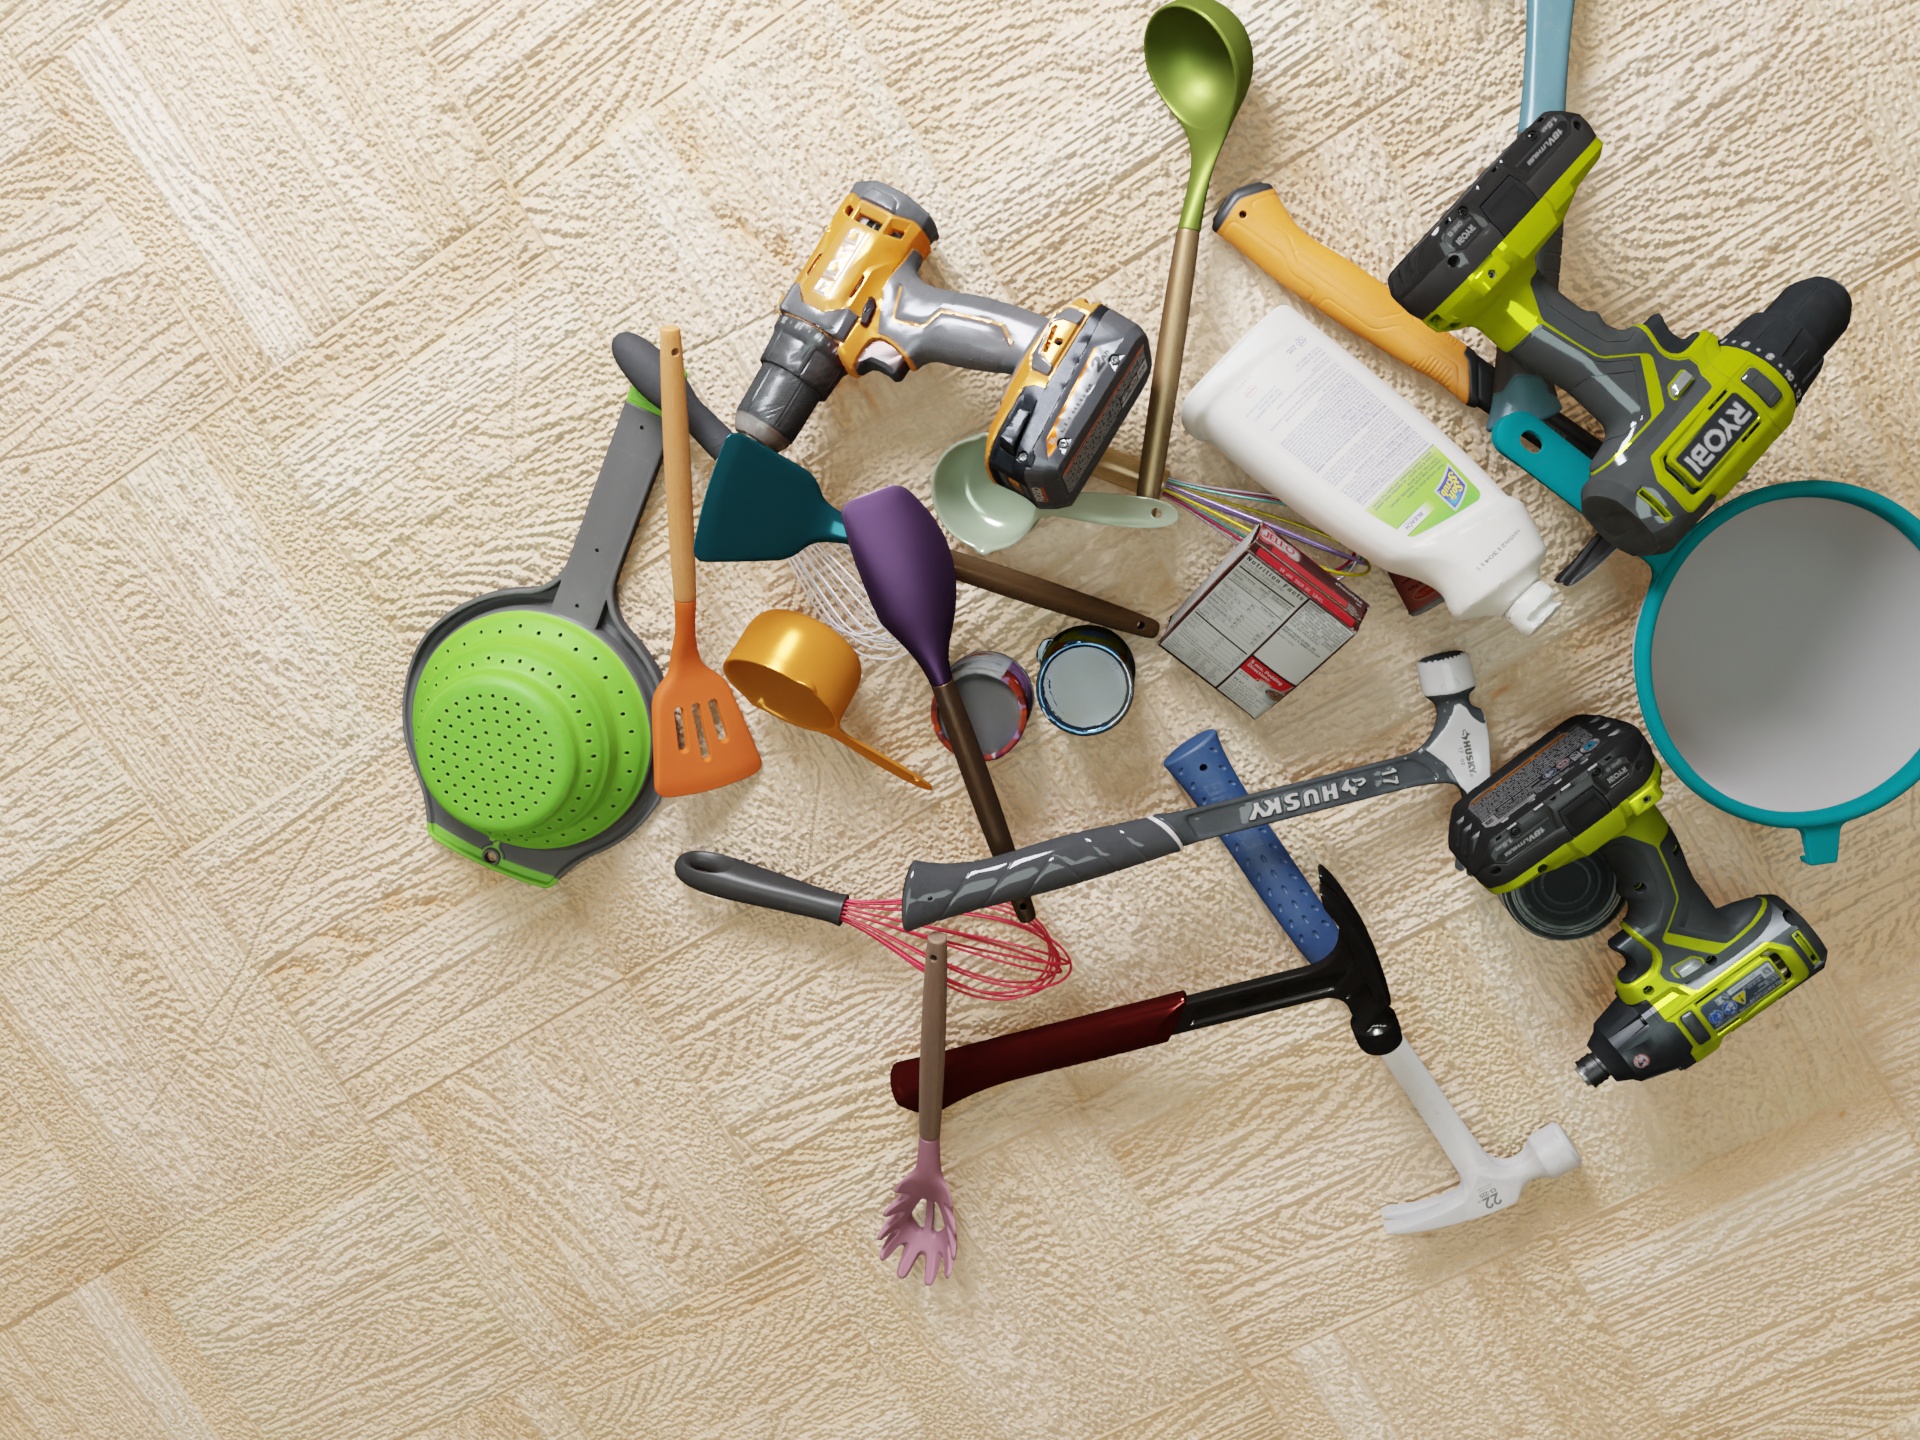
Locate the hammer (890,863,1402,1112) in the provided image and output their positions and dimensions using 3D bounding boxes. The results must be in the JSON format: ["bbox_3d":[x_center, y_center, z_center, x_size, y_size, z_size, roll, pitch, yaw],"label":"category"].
[{"bbox_3d":[0.111,0.207,1.100,0.359,0.037,0.149,-18,119,20],"label":"hammer"}]

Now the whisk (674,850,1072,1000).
[{"bbox_3d":[-0.064,0.140,1.131,0.296,0.073,0.073,14,104,8],"label":"whisk"}]

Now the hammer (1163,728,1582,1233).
[{"bbox_3d":[0.266,0.185,1.114,0.144,0.035,0.405,-34,97,12],"label":"hammer"}]

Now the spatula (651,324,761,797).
[{"bbox_3d":[-0.181,-0.100,1.060,0.081,0.041,0.322,-15,123,-27],"label":"spatula"}]

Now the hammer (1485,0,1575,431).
[{"bbox_3d":[0.353,-0.342,0.964,0.128,0.033,0.331,3,95,7],"label":"hammer"}]

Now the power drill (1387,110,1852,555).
[{"bbox_3d":[0.382,-0.234,0.914,0.228,0.080,0.190,43,86,-1],"label":"power drill"}]

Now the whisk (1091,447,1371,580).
[{"bbox_3d":[0.154,-0.145,1.042,0.245,0.051,0.047,22,62,6],"label":"whisk"}]

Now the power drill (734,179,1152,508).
[{"bbox_3d":[-0.019,-0.214,0.992,0.226,0.084,0.185,30,86,15],"label":"power drill"}]

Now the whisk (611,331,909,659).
[{"bbox_3d":[-0.126,-0.152,1.059,0.070,0.070,0.284,-42,98,13],"label":"whisk"}]

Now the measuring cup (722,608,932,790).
[{"bbox_3d":[-0.078,-0.015,1.094,0.173,0.095,0.052,34,68,-22],"label":"measuring cup"}]

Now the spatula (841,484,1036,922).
[{"bbox_3d":[-0.002,-0.003,1.041,0.060,0.018,0.315,-19,110,0],"label":"spatula"}]

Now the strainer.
[{"bbox_3d":[0.458,-0.080,0.997,0.340,0.095,0.211,36,92,-3],"label":"strainer"}]

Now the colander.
[{"bbox_3d":[-0.277,-0.058,1.087,0.204,0.094,0.397,24,105,0],"label":"colander"}]

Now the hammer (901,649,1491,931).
[{"bbox_3d":[0.157,0.074,1.056,0.409,0.036,0.149,-15,97,-2],"label":"hammer"}]

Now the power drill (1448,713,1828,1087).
[{"bbox_3d":[0.425,0.123,1.025,0.171,0.080,0.223,-39,102,9],"label":"power drill"}]

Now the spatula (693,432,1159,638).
[{"bbox_3d":[-0.012,-0.101,1.031,0.317,0.044,0.082,16,98,-14],"label":"spatula"}]

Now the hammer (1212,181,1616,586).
[{"bbox_3d":[0.300,-0.226,1.016,0.337,0.034,0.127,35,103,-2],"label":"hammer"}]

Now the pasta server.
[{"bbox_3d":[-0.023,0.279,1.125,0.060,0.040,0.316,11,123,13],"label":"pasta server"}]

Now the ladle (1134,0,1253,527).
[{"bbox_3d":[0.129,-0.281,0.994,0.062,0.078,0.320,1,102,-35],"label":"ladle"}]

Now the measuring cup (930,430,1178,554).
[{"bbox_3d":[0.064,-0.147,1.039,0.167,0.038,0.083,9,116,19],"label":"measuring cup"}]
